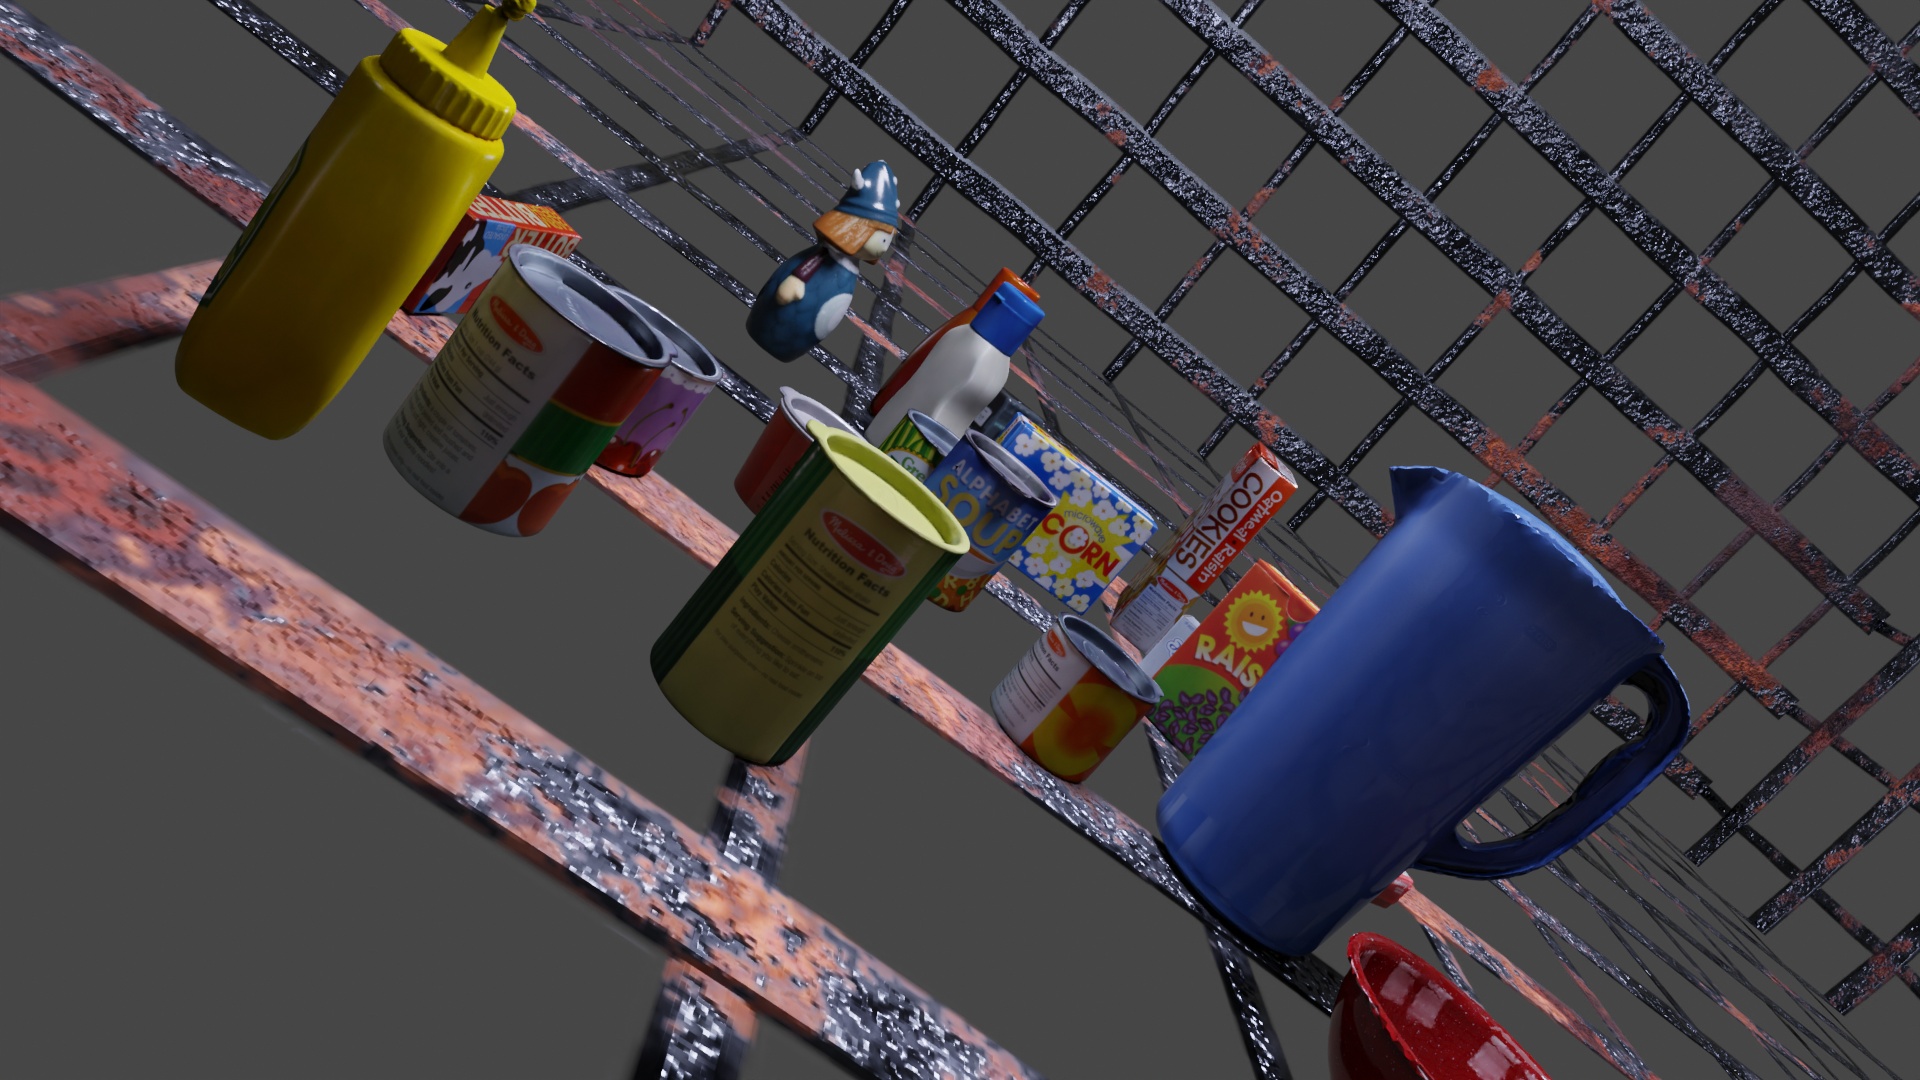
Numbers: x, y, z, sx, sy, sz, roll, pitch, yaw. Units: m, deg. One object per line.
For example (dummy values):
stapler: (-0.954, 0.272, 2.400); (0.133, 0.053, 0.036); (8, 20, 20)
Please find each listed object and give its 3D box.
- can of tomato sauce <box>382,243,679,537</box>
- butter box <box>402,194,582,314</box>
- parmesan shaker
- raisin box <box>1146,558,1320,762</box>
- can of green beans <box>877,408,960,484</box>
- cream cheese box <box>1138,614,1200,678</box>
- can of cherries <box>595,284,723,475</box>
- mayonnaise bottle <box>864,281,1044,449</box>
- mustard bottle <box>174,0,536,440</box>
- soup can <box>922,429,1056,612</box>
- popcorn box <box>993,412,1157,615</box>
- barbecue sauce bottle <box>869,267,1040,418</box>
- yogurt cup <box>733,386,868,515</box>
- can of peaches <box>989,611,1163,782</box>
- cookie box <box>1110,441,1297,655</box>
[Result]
can of tomato sauce: (-0.154, -0.052, 0.498); (0.071, 0.083, 0.071); (38, 13, -10)
butter box: (-0.218, -0.130, 0.639); (0.024, 0.053, 0.104); (41, 13, 3)
parmesan shaker: (-0.056, 0.018, 0.492); (0.071, 0.103, 0.071); (38, 13, -10)
raisin box: (0.181, 0.086, 0.873); (0.086, 0.123, 0.040); (47, 14, 28)
can of green beans: (-0.024, -0.039, 0.861); (0.071, 0.057, 0.071); (38, 13, -10)
cream cheese box: (0.174, 0.105, 0.946); (0.104, 0.053, 0.024); (45, 14, 19)
can of cherries: (-0.152, -0.072, 0.619); (0.071, 0.058, 0.072); (38, 13, -10)
mayonnaise bottle: (-0.003, -0.108, 0.946); (0.041, 0.147, 0.065); (28, 18, -44)
mustard bottle: (-0.182, -0.107, 0.430); (0.049, 0.160, 0.065); (33, 15, -29)
soup can: (0.003, -0.010, 0.785); (0.071, 0.083, 0.071); (38, 13, -10)
popcorn box: (0.063, -0.018, 0.971); (0.126, 0.085, 0.038); (36, 13, -16)
barbecue sauce bottle: (-0.001, -0.137, 1.045); (0.065, 0.148, 0.044); (38, 13, -10)
yogurt cup: (-0.078, -0.034, 0.707); (0.072, 0.054, 0.072); (38, 13, -10)
can of peaches: (0.059, 0.080, 0.702); (0.071, 0.058, 0.071); (38, 13, -10)
cookie box: (0.186, 0.002, 1.064); (0.040, 0.167, 0.123); (41, 13, 2)
